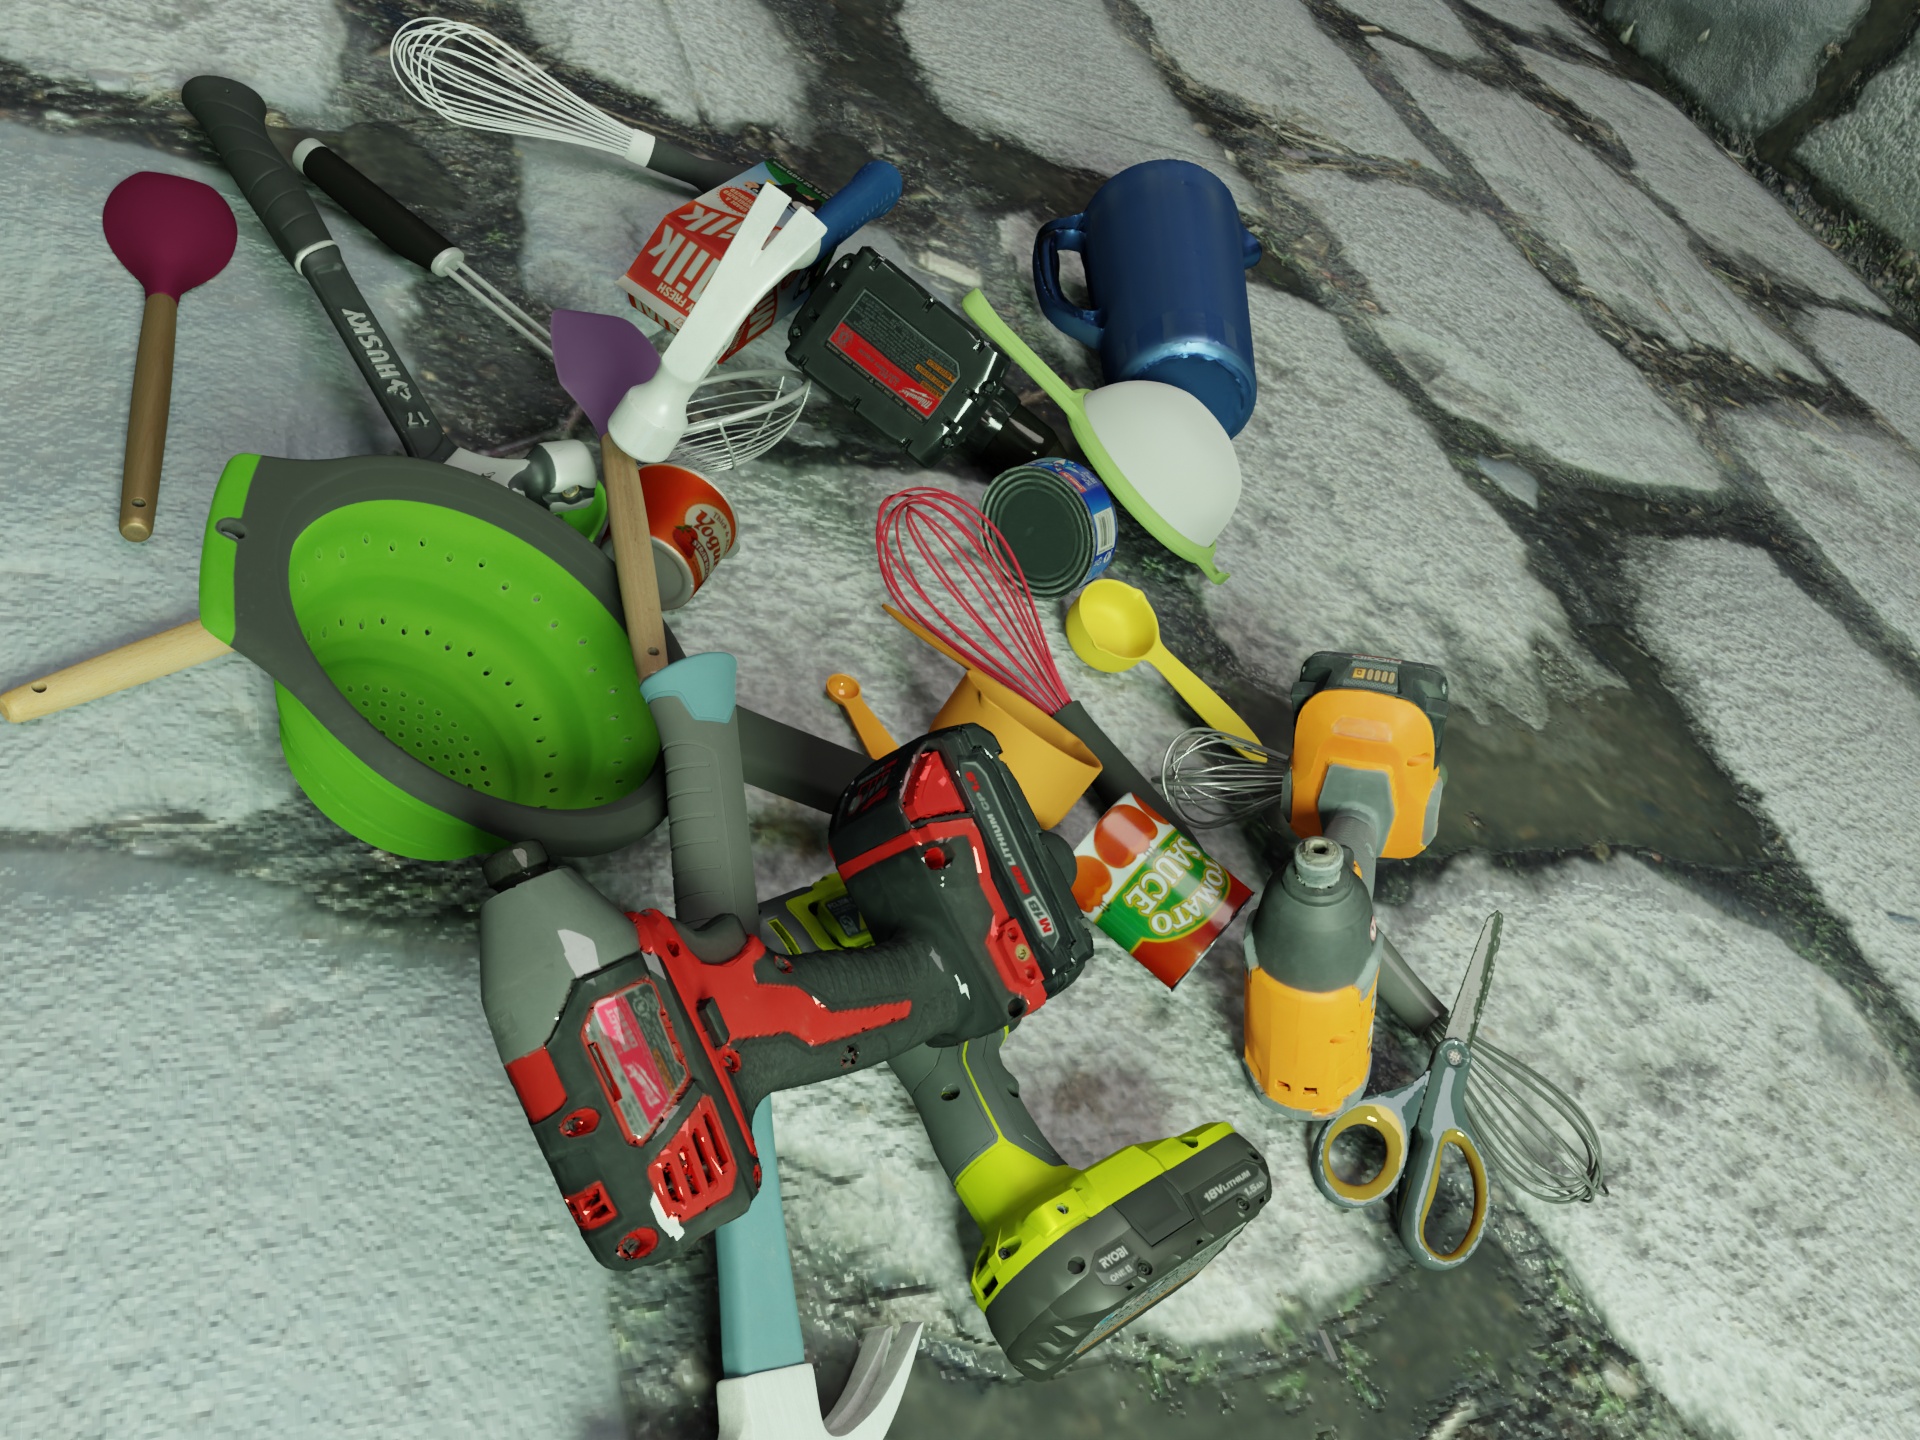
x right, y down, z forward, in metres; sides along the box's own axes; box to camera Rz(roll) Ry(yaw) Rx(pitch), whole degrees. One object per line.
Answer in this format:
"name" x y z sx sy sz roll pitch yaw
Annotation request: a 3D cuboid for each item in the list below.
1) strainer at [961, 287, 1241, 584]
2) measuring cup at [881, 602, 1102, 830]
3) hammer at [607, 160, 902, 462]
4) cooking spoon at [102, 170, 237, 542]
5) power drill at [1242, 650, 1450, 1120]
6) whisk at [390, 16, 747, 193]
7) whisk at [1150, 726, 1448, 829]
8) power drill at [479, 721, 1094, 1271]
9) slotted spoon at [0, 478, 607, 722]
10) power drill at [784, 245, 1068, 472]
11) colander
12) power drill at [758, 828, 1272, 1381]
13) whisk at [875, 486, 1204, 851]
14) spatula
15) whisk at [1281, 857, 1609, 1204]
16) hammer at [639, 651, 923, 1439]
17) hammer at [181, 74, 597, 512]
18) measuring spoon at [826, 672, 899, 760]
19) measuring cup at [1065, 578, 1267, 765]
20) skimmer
"strainer" 0.109 -0.213 1.062 0.256 0.069 0.152 38 27 -30
"measuring cup" -0.001 -0.003 0.859 0.174 0.052 0.095 40 10 36
"hammer" -0.088 -0.273 0.914 0.035 0.144 0.406 37 29 -10
"cooking spoon" -0.419 -0.203 0.831 0.068 0.017 0.319 6 45 -27
"power drill" 0.192 0.064 0.803 0.084 0.164 0.227 9 44 18
"whisk" -0.259 -0.419 1.130 0.284 0.070 0.070 17 42 -25
"whisk" 0.213 0.035 0.967 0.246 0.058 0.059 1 83 -35
"power drill" -0.065 0.083 0.577 0.219 0.078 0.143 -23 84 -42
"slotted spoon" -0.296 -0.063 0.759 0.070 0.031 0.314 43 43 14
"power drill" -0.012 -0.210 0.998 0.188 0.080 0.227 38 11 -4
"colander" -0.158 0.018 0.726 0.396 0.094 0.205 23 36 -35
"power drill" 0.026 0.147 0.703 0.190 0.080 0.229 -17 57 -39
"whisk" 0.046 -0.019 0.907 0.073 0.073 0.296 -24 70 -45
"spatula" -0.165 -0.122 0.784 0.059 0.018 0.316 3 41 -21
"whisk" 0.256 0.162 0.859 0.055 0.055 0.239 -13 52 -40
"hammer" -0.088 0.126 0.608 0.128 0.033 0.331 8 63 -39
"hammer" -0.353 -0.242 0.874 0.149 0.036 0.409 -14 53 -36
"measuring spoon" -0.040 0.022 0.846 0.021 0.011 0.117 -16 62 -36
"measuring cup" 0.127 -0.023 0.988 0.156 0.029 0.062 44 52 -4
"skimmer" -0.252 -0.260 0.937 0.363 0.090 0.127 38 41 8
